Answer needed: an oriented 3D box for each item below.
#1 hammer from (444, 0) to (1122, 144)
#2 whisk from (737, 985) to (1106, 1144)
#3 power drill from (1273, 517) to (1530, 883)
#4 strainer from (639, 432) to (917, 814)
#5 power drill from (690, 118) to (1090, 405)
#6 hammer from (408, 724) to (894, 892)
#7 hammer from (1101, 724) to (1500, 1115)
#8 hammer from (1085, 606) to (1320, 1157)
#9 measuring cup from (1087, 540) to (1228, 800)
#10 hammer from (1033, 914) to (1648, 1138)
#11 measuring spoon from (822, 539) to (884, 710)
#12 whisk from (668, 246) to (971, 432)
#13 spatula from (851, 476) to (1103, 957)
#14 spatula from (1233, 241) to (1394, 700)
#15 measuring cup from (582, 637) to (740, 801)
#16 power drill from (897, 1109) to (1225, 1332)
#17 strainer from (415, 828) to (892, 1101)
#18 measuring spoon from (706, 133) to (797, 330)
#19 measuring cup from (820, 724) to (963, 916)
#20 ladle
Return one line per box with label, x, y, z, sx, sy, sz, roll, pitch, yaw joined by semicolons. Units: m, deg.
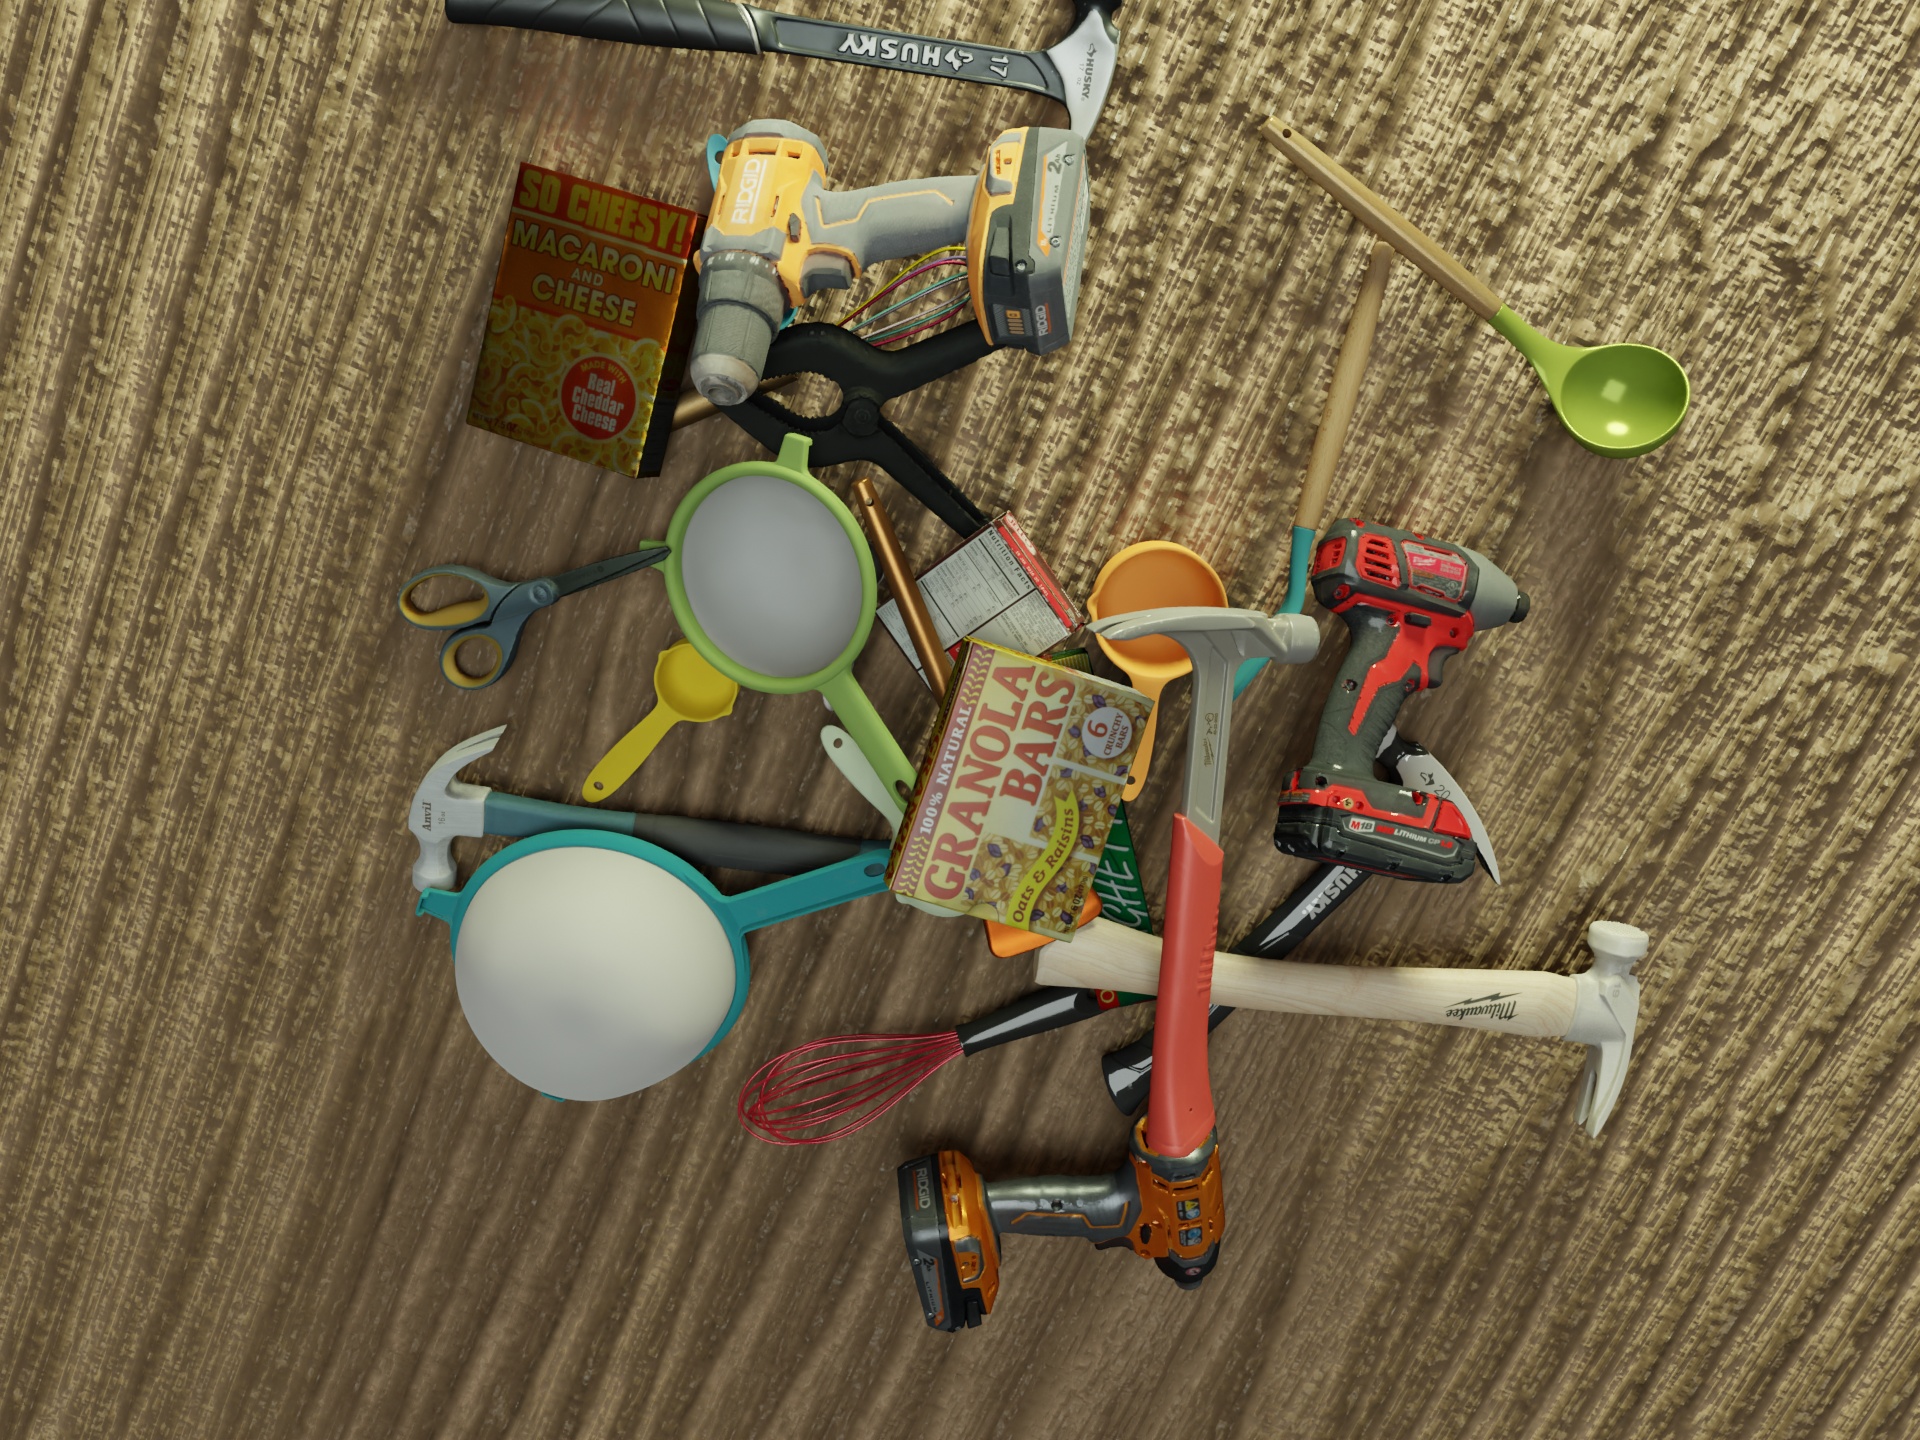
hammer;-0.109;-0.414;0.972;0.409;0.036;0.149;8;106;0
whisk;-0.018;0.234;1.131;0.296;0.073;0.073;-20;104;0
power drill;0.286;-0.011;1.023;0.143;0.078;0.220;13;84;-11
strainer;-0.083;-0.053;1.034;0.151;0.069;0.256;-30;96;28
power drill;-0.047;-0.264;0.930;0.226;0.084;0.185;5;67;11
hammer;-0.211;0.080;1.098;0.331;0.033;0.128;8;117;-3
hammer;0.224;0.157;1.115;0.146;0.035;0.334;41;102;-8
hammer;0.139;0.107;1.004;0.149;0.037;0.359;-2;105;-22
measuring cup;0.123;-0.035;1.058;0.095;0.052;0.173;8;107;-1
hammer;0.253;0.191;1.075;0.410;0.038;0.146;6;99;-4
measuring spoon;-0.074;-0.064;1.075;0.034;0.018;0.124;20;112;13
whisk;-0.089;-0.240;1.014;0.245;0.051;0.047;-20;138;11
spatula;-0.002;-0.003;1.018;0.081;0.041;0.322;-23;105;-3
spatula;0.219;-0.152;1.026;0.044;0.082;0.317;14;98;-4
measuring cup;-0.209;0.001;1.092;0.062;0.029;0.156;42;113;-12
power drill;0.079;0.367;1.145;0.226;0.084;0.164;-11;122;0
strainer;-0.196;0.165;1.061;0.340;0.095;0.210;-19;115;15
measuring spoon;-0.137;-0.308;1.012;0.042;0.021;0.128;-17;95;-3
measuring cup;-0.034;0.066;1.069;0.083;0.038;0.167;-46;114;-13
ladle;0.316;-0.272;0.982;0.320;0.062;0.078;36;82;-9
